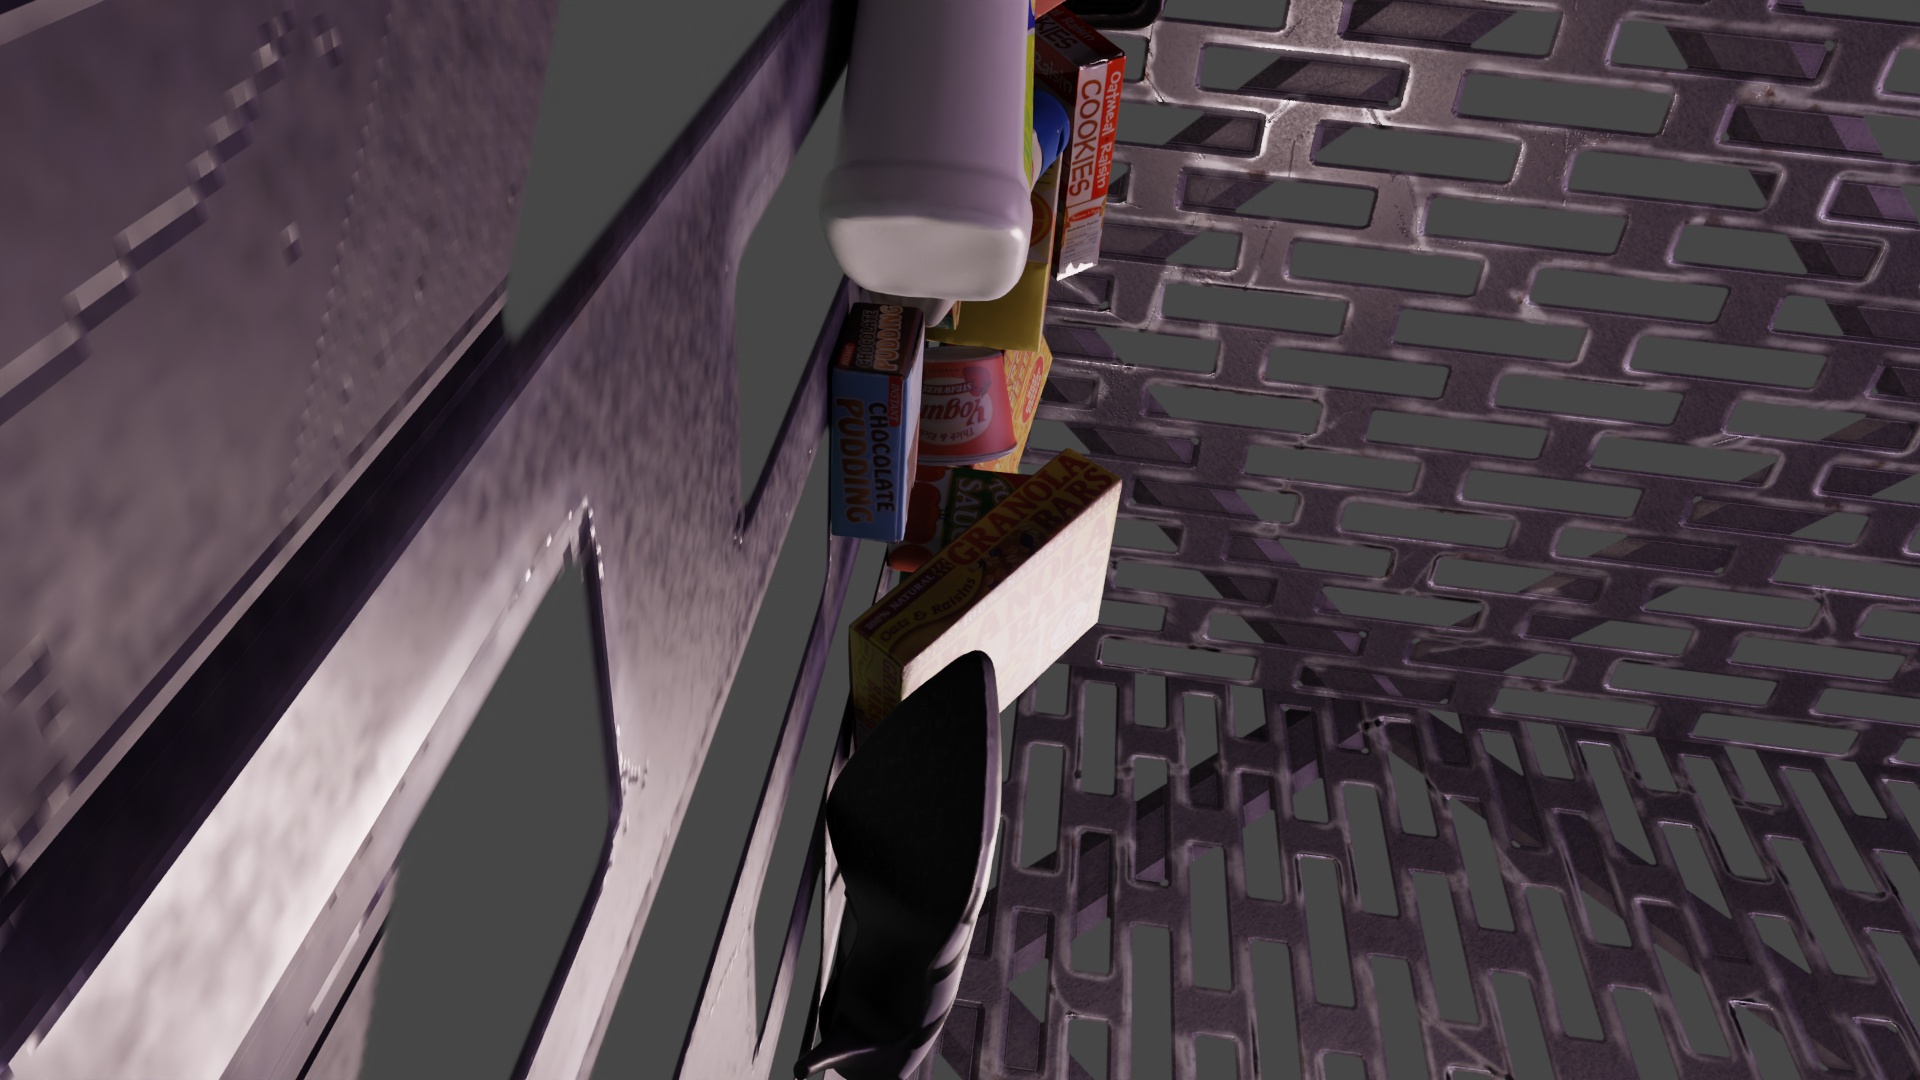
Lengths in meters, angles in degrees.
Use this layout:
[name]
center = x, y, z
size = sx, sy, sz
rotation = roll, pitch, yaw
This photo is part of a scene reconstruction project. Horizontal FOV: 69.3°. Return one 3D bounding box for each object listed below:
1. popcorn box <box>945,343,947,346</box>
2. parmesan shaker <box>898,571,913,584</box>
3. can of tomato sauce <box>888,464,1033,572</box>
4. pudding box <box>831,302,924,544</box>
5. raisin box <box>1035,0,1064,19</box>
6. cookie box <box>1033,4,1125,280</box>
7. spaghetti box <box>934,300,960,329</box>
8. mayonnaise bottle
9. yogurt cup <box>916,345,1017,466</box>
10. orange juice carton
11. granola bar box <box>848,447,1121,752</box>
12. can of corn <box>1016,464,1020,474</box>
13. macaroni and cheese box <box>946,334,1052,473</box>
[popcorn box]
center = 0.011, -0.173, 1.057
size = 0.126, 0.038, 0.085
rotation = 94, 4, -46
[parmesan shaker]
center = -0.007, 0.009, 0.887
size = 0.071, 0.071, 0.103
rotation = -38, 136, -86
[can of tomato sauce]
center = 0.003, -0.010, 0.817
size = 0.071, 0.083, 0.071
rotation = -1, 98, -87
[pudding box]
center = -0.033, -0.045, 0.548
size = 0.050, 0.030, 0.083
rotation = -82, 177, -49
[raisin box]
center = 0.019, -0.275, 0.572
size = 0.086, 0.040, 0.123
rotation = -4, -103, 58
[cookie box]
center = 0.054, -0.284, 0.957
size = 0.123, 0.040, 0.166
rotation = 50, -27, 33
[spaghetti box]
center = 0.001, -0.240, 0.763
size = 0.050, 0.029, 0.250
rotation = 87, 11, -75
[mayonnaise bottle]
center = 0.007, -0.153, 0.603
size = 0.149, 0.041, 0.064
rotation = -57, 164, -45
[yogurt cup]
center = -0.004, -0.073, 0.737
size = 0.072, 0.072, 0.053
rotation = -74, 163, -73
[orange juice carton]
center = 0.025, -0.211, 0.877
size = 0.071, 0.073, 0.194
rotation = 93, 4, -50
[granola bar box]
center = 0.013, 0.043, 0.727
size = 0.166, 0.039, 0.123
rotation = -39, 151, -31
[can of corn]
center = 0.013, -0.047, 1.130
size = 0.058, 0.071, 0.070
rotation = -79, 175, -55
[macaroni and cheese box]
center = 0.021, -0.100, 0.968
size = 0.166, 0.040, 0.124
rotation = 43, 64, -76
